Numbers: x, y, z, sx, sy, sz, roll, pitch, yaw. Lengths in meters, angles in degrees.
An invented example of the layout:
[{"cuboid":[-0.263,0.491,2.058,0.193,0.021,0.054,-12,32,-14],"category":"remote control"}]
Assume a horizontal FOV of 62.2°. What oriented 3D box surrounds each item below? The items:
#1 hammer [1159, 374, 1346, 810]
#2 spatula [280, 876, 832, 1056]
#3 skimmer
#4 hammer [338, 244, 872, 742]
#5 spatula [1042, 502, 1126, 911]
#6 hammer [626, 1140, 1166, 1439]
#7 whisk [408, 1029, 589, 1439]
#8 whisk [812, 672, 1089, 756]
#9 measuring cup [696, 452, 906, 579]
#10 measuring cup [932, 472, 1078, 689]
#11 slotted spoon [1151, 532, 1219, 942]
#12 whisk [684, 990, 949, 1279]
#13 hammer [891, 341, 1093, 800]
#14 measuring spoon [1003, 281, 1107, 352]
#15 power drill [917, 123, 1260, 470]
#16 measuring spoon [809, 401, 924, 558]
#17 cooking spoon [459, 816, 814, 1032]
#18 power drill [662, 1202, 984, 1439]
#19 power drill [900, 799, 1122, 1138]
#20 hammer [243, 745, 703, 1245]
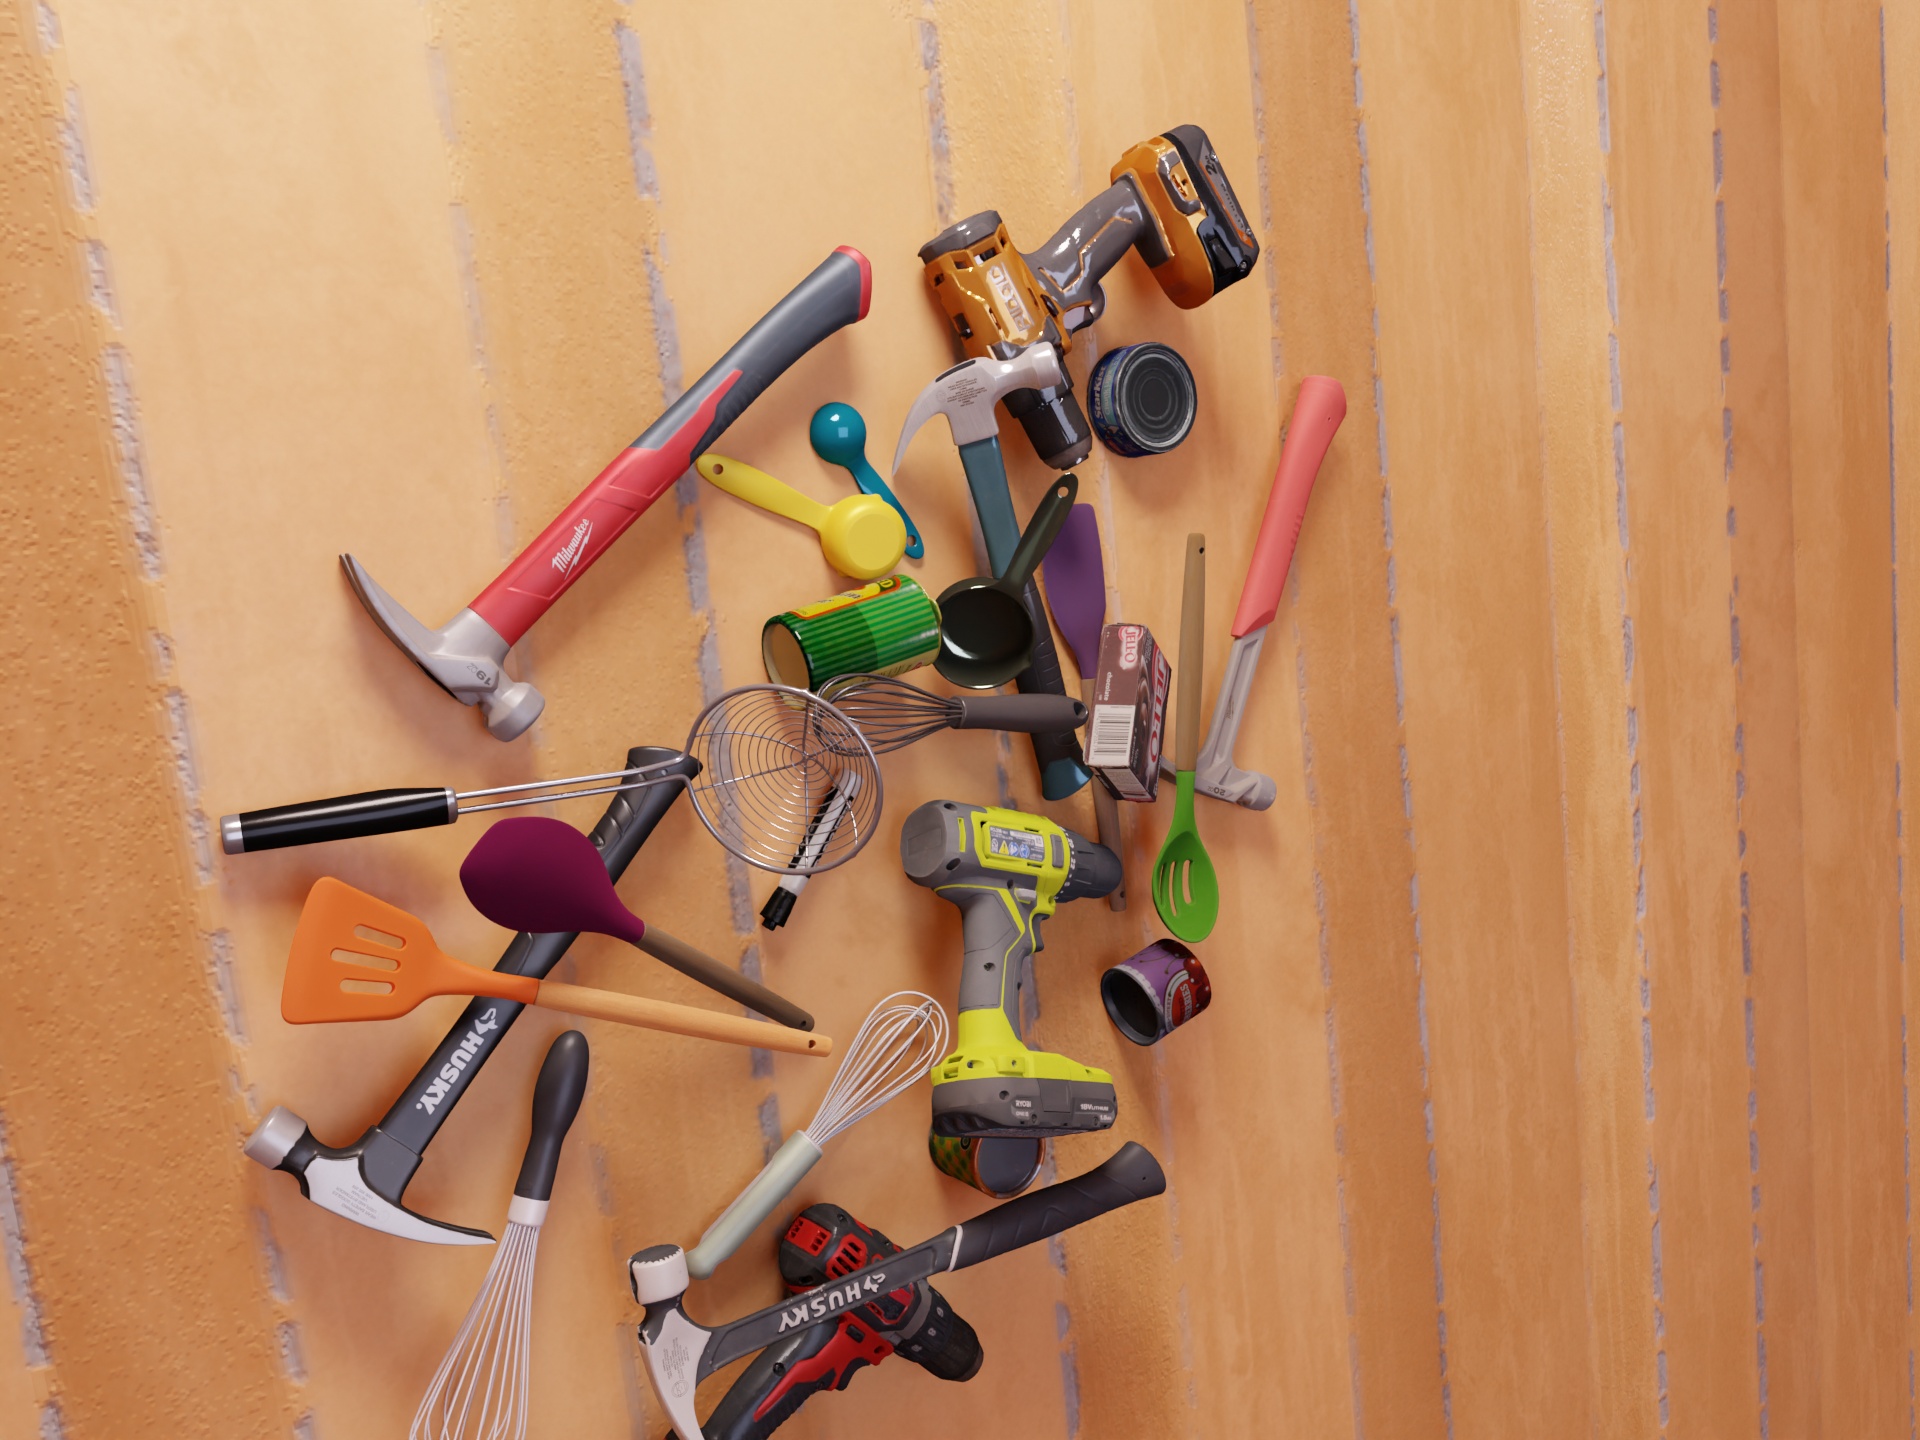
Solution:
[{"cuboid":[0.241,-0.113,1.294,0.149,0.037,0.359,22,82,-34],"category":"hammer"},{"cuboid":[-0.223,0.164,0.931,0.322,0.041,0.081,15,74,-21],"category":"spatula"},{"cuboid":[-0.228,0.052,0.919,0.363,0.090,0.127,-8,116,-24],"category":"skimmer"},{"cuboid":[-0.196,-0.174,0.980,0.386,0.038,0.143,-50,117,-18],"category":"hammer"},{"cuboid":[0.101,-0.007,1.216,0.059,0.018,0.316,-14,100,-34],"category":"spatula"},{"cuboid":[-0.021,0.368,1.072,0.408,0.036,0.149,-10,90,-33],"category":"hammer"},{"cuboid":[-0.270,0.330,0.964,0.070,0.070,0.285,20,77,-34],"category":"whisk"},{"cuboid":[-0.001,-0.003,1.073,0.238,0.055,0.055,0,94,-39],"category":"whisk"},{"cuboid":[-0.103,-0.139,1.055,0.156,0.029,0.062,22,95,-31],"category":"measuring cup"},{"cuboid":[0.035,-0.100,1.092,0.083,0.038,0.167,26,108,-12],"category":"measuring cup"},{"cuboid":[0.176,0.013,1.224,0.070,0.031,0.314,1,92,-38],"category":"slotted spoon"},{"cuboid":[-0.098,0.283,1.089,0.059,0.057,0.246,42,70,7],"category":"whisk"},{"cuboid":[0.041,-0.093,1.133,0.128,0.033,0.330,-14,113,5],"category":"hammer"},{"cuboid":[0.056,-0.291,1.170,0.124,0.018,0.034,-33,110,-21],"category":"measuring spoon"},{"cuboid":[0.103,-0.302,1.137,0.226,0.084,0.185,-32,102,-18],"category":"power drill"},{"cuboid":[-0.057,-0.163,1.094,0.042,0.021,0.128,-46,117,-23],"category":"measuring spoon"},{"cuboid":[-0.182,0.138,0.975,0.069,0.017,0.318,-53,139,-5],"category":"cooking spoon"},{"cuboid":[-0.092,0.468,1.086,0.187,0.080,0.227,48,65,-27],"category":"power drill"},{"cuboid":[0.049,0.176,1.129,0.190,0.080,0.229,14,64,-40],"category":"power drill"},{"cuboid":[-0.260,0.153,0.959,0.146,0.035,0.335,38,69,-14],"category":"hammer"}]
